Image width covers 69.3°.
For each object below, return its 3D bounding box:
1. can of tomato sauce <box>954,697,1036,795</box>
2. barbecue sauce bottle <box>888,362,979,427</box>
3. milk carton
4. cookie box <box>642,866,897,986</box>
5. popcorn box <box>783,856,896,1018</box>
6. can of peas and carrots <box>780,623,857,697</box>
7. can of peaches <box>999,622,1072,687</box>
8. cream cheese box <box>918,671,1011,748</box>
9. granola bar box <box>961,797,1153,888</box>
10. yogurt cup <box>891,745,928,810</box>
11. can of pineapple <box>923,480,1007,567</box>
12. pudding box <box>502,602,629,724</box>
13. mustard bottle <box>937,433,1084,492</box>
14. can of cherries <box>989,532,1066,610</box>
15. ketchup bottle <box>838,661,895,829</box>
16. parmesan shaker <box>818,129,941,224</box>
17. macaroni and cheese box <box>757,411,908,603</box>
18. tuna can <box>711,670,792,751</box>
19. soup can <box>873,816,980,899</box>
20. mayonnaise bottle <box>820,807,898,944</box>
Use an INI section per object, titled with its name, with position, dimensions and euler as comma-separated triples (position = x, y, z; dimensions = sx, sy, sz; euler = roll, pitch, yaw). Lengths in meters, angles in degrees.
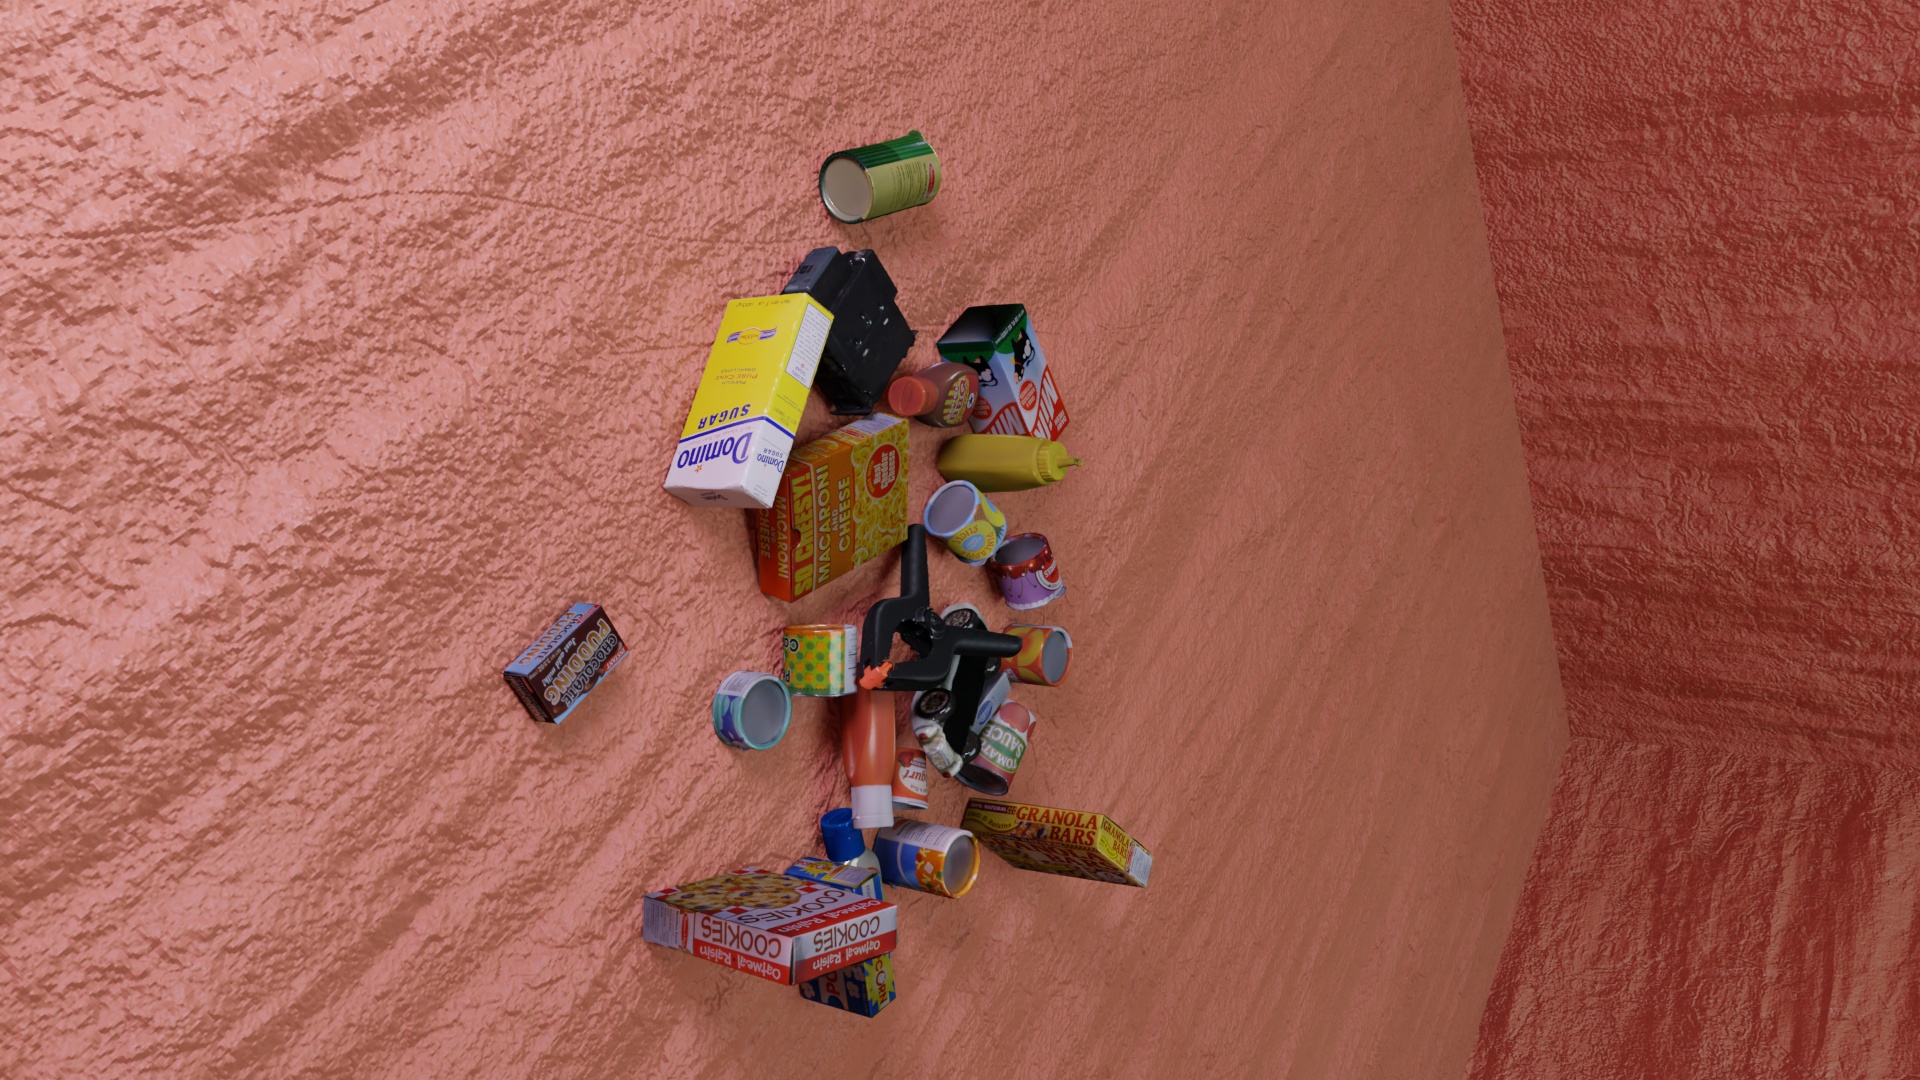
[can of tomato sauce]
position = 0.035, 0.212, 1.442
dimensions = 0.071, 0.071, 0.083
euler = 55, 50, -39
[barbecue sauce bottle]
position = -0.026, -0.139, 1.331
dimensions = 0.149, 0.044, 0.064
euler = -18, 126, -70
[milk carton]
position = 0.053, -0.147, 1.449
dimensions = 0.073, 0.073, 0.189
euler = -54, 132, -37
[cookie box]
position = -0.152, 0.307, 1.113
dimensions = 0.123, 0.167, 0.040
euler = 0, 92, -53
[popcorn box]
position = -0.108, 0.353, 1.243
dimensions = 0.038, 0.085, 0.126
euler = -21, 108, -52
[can of peas and carrots]
position = -0.127, 0.105, 1.227
dimensions = 0.071, 0.071, 0.058
euler = -1, 92, -53
[can of peaches]
position = 0.081, 0.127, 1.510
dimensions = 0.071, 0.058, 0.071
euler = -3, 93, -54
[cream cheese box]
position = 0.004, 0.172, 1.413
dimensions = 0.104, 0.053, 0.024
euler = -50, 132, -40
[granola bar box]
position = 0.102, 0.316, 1.458
dimensions = 0.124, 0.165, 0.039
euler = 45, 55, -45
[yogurt cup]
position = -0.062, 0.226, 1.319
dimensions = 0.072, 0.072, 0.054
euler = 27, 62, -51
[can of pineapple]
position = 0.005, -0.017, 1.394
dimensions = 0.057, 0.071, 0.071
euler = 42, 59, -45
[pudding box]
position = -0.292, 0.091, 1.032
dimensions = 0.084, 0.030, 0.049
euler = -50, 130, -40
[mustard bottle]
position = 0.056, -0.078, 1.384
dimensions = 0.065, 0.160, 0.049
euler = 39, 60, -49
[can of cherries]
position = 0.073, 0.032, 1.485
dimensions = 0.072, 0.071, 0.058
euler = -47, 127, -42
[ketchup bottle]
position = -0.084, 0.186, 1.266
dimensions = 0.043, 0.064, 0.149
euler = 4, 76, -32
[parmesan shaker]
position = -0.074, -0.335, 1.277
dimensions = 0.103, 0.071, 0.071
euler = -31, 116, -48
[macaroni and cheese box]
position = -0.110, -0.033, 1.239
dimensions = 0.167, 0.040, 0.123
euler = -31, 130, -48
[tuna can]
position = -0.177, 0.148, 1.186
dimensions = 0.071, 0.033, 0.071
euler = -3, 93, -53
[soup can]
position = -0.032, 0.310, 1.345
dimensions = 0.071, 0.084, 0.071
euler = -5, 96, -53
[mayonnaise bottle]
position = -0.098, 0.323, 1.291
dimensions = 0.065, 0.041, 0.147
euler = -29, 114, -49
